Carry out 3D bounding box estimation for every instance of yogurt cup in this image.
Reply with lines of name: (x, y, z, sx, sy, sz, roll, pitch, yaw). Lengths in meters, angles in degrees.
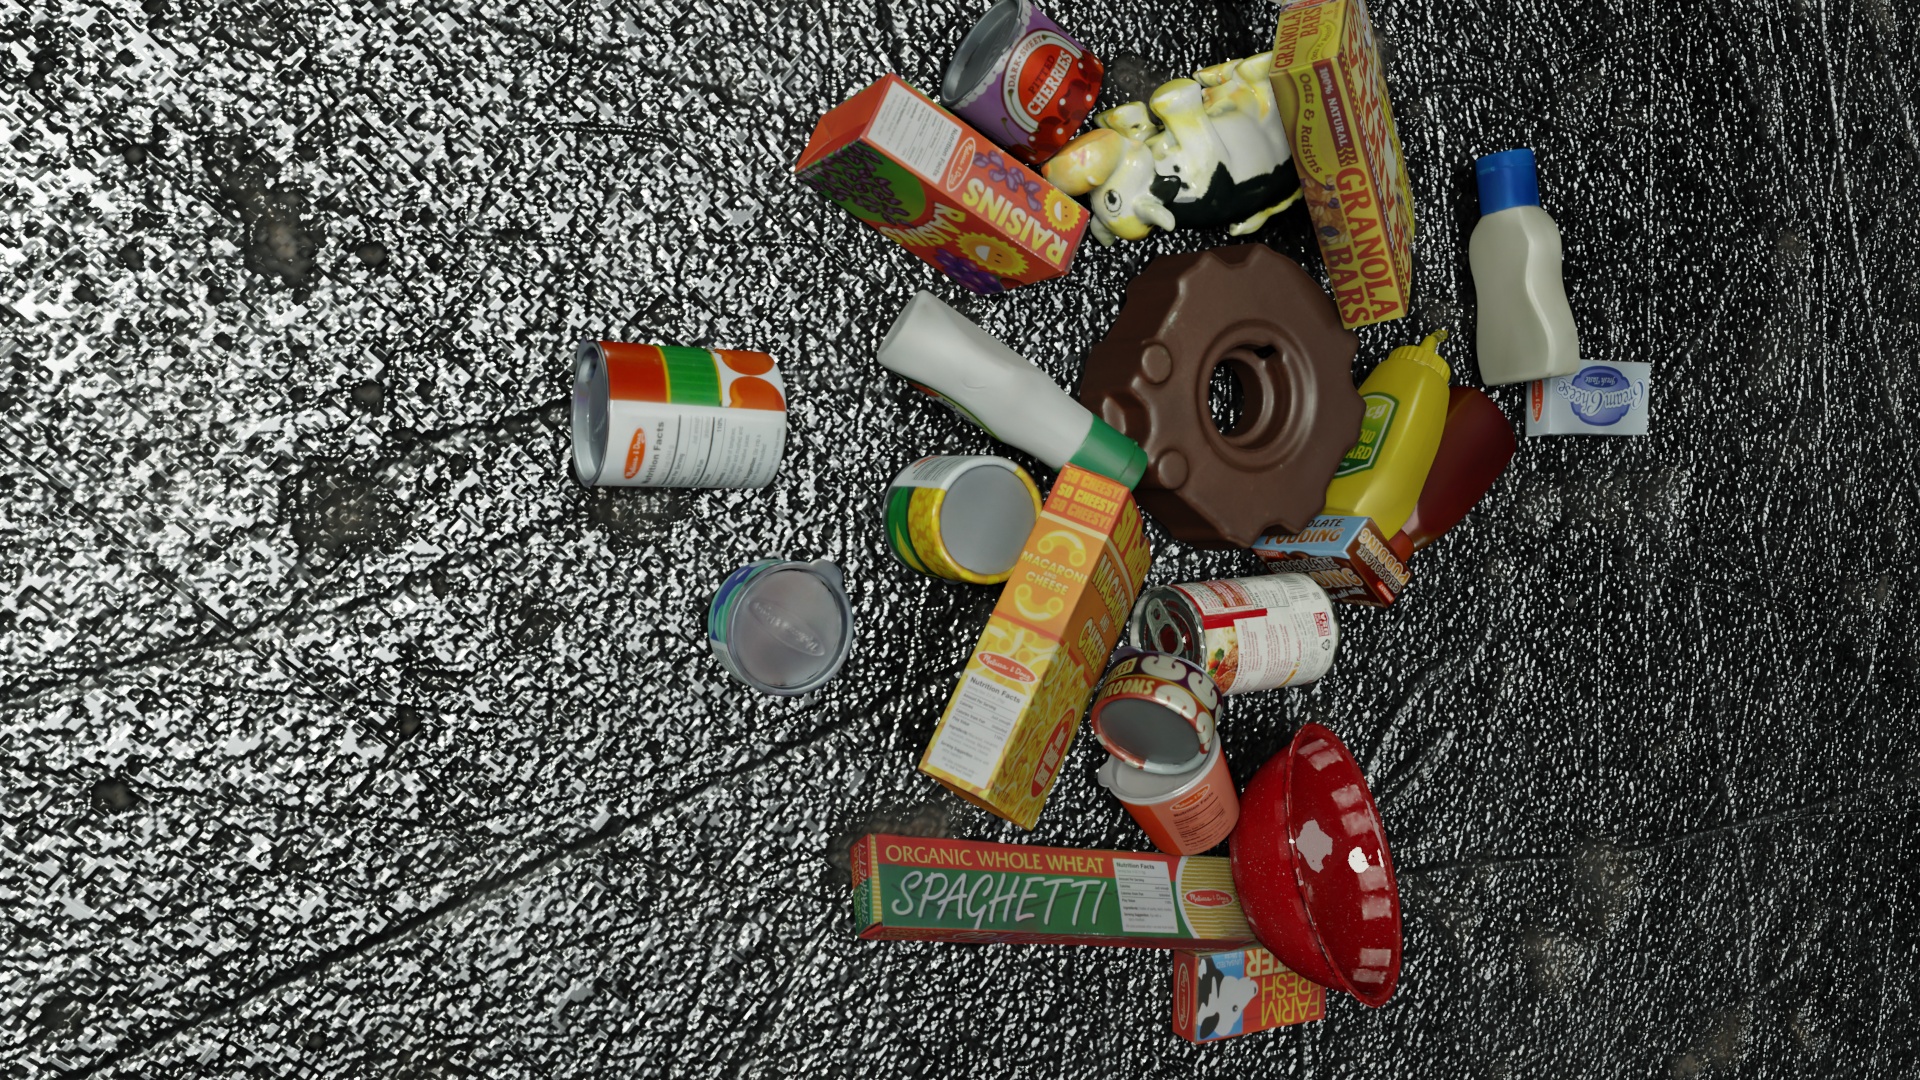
yogurt cup: (0.123, 0.140, 0.786, 0.072, 0.072, 0.053, -40, 118, -21)

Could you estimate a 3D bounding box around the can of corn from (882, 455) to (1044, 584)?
can of corn: (0.003, -0.009, 0.717, 0.071, 0.058, 0.071, -1, 93, -28)

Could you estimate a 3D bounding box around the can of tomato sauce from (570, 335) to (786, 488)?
can of tomato sauce: (-0.131, -0.058, 0.640, 0.083, 0.071, 0.071, 0, 92, -29)

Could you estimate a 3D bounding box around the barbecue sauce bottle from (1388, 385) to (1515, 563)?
barbecue sauce bottle: (0.292, -0.028, 0.882, 0.149, 0.043, 0.064, -47, 112, -18)

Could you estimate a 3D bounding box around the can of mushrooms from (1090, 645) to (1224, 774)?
can of mushrooms: (0.104, 0.092, 0.747, 0.071, 0.071, 0.034, 49, 46, -21)

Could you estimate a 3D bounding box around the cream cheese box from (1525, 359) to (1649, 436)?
cream cheese box: (0.437, -0.099, 0.968, 0.104, 0.024, 0.053, -2, 94, -28)

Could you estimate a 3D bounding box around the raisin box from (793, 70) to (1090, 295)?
raisin box: (-0.010, -0.172, 0.689, 0.123, 0.086, 0.040, 28, 78, -26)

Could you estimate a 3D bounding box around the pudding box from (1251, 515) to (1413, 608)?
pudding box: (0.217, 0.010, 0.819, 0.030, 0.083, 0.049, -49, 113, -18)

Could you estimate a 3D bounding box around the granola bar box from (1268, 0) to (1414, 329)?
granola bar box: (0.218, -0.223, 0.779, 0.165, 0.039, 0.125, 60, 34, -36)

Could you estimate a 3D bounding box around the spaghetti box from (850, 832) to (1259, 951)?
spaghetti box: (0.056, 0.194, 0.760, 0.250, 0.028, 0.050, 11, 57, -28)

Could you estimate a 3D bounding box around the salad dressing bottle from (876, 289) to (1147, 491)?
salad dressing bottle: (0.029, -0.070, 0.717, 0.147, 0.064, 0.044, 33, 98, -14)

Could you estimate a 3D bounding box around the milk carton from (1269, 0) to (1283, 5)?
milk carton: (0.175, -0.404, 0.787, 0.072, 0.073, 0.190, 7, 89, -29)

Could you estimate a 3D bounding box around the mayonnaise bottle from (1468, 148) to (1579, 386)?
mayonnaise bottle: (0.363, -0.178, 0.906, 0.041, 0.064, 0.148, -8, 92, -27)

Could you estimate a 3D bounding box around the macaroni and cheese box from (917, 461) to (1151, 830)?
macaroni and cheese box: (0.045, 0.059, 0.713, 0.167, 0.040, 0.123, -64, 161, -11)

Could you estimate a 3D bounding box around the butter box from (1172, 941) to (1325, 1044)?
butter box: (0.177, 0.268, 0.841, 0.104, 0.024, 0.053, 1, 91, -29)

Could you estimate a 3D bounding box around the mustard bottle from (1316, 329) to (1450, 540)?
mustard bottle: (0.264, -0.071, 0.857, 0.048, 0.065, 0.161, 41, 67, -29)

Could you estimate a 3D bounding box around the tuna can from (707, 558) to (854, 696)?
tuna can: (-0.087, 0.040, 0.685, 0.071, 0.033, 0.071, -1, 93, -28)

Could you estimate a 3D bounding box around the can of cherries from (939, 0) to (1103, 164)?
can of cherries: (0.033, -0.237, 0.717, 0.058, 0.071, 0.071, 30, 78, -27)
